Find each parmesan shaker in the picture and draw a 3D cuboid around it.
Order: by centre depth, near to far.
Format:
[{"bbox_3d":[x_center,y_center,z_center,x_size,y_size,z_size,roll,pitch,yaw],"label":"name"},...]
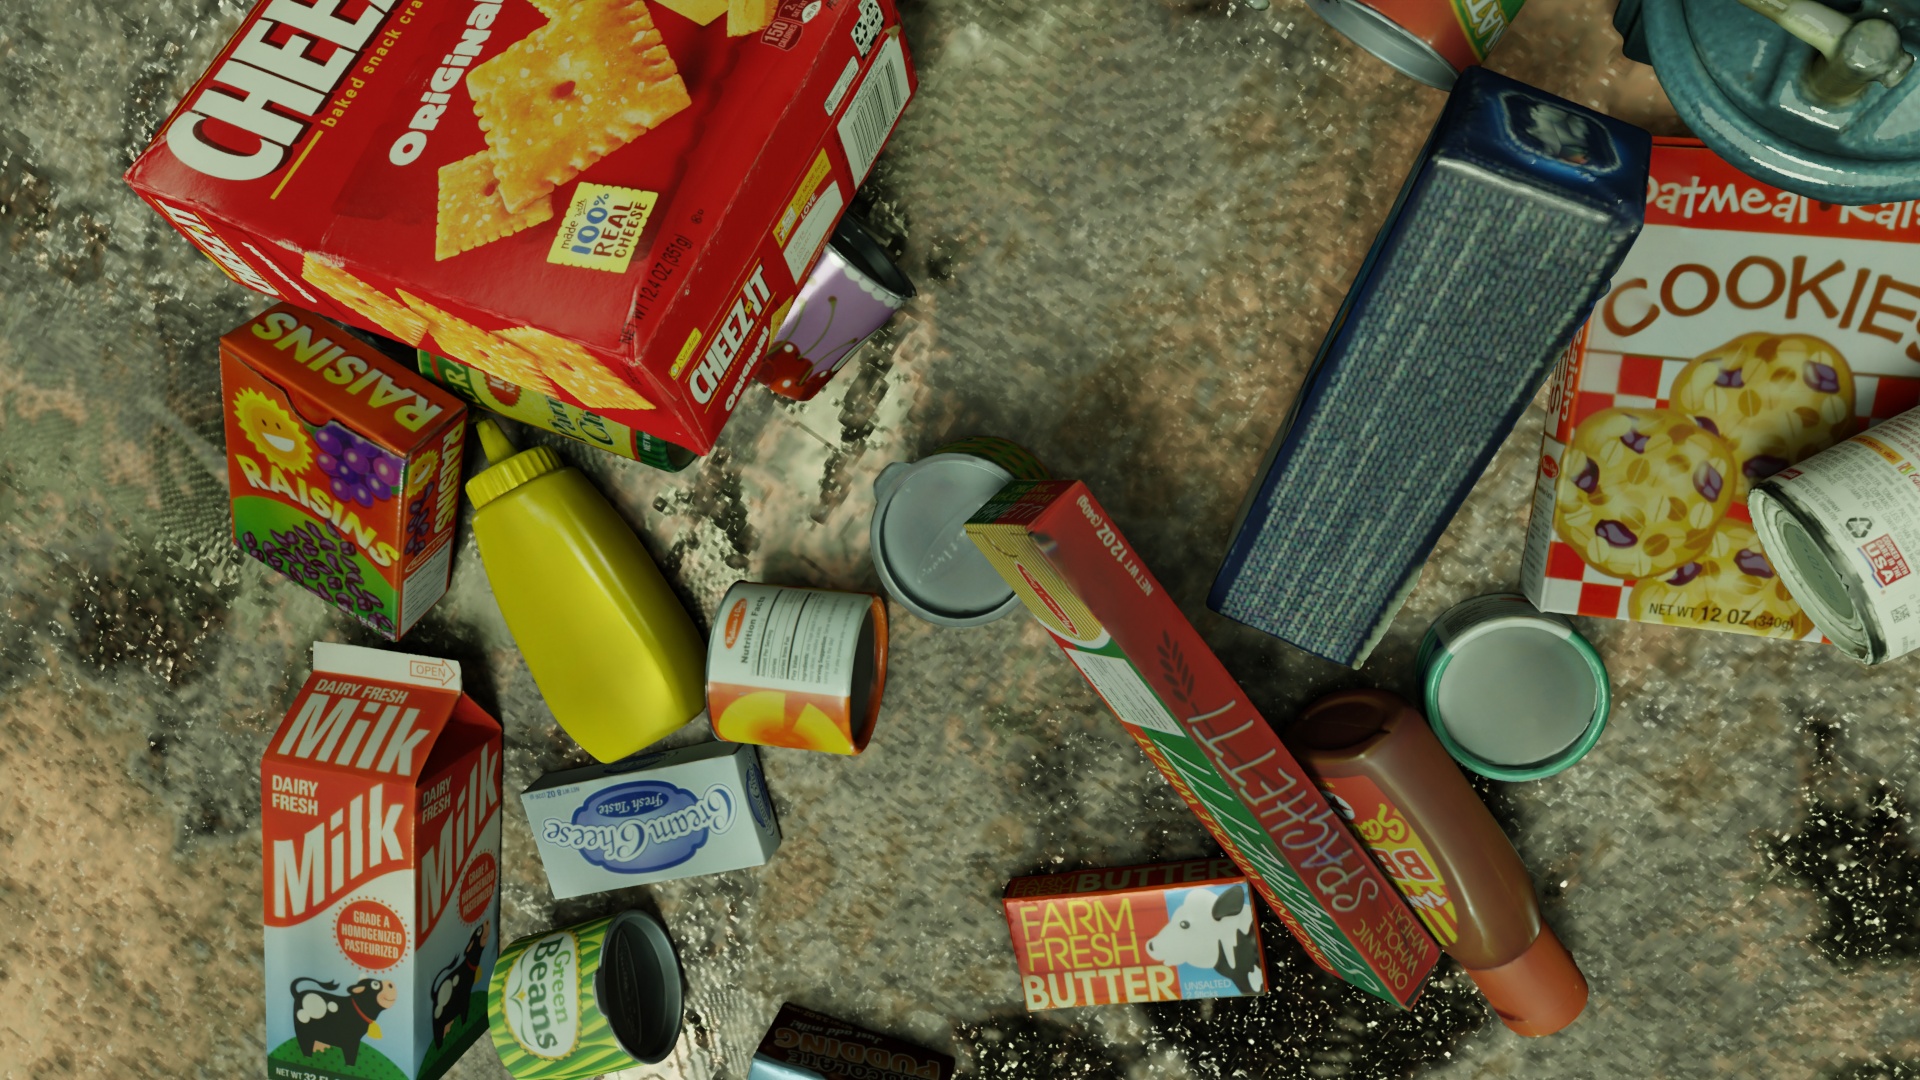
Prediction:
[{"bbox_3d":[-0.149,-0.075,0.548,0.103,0.071,0.071,19,104,6],"label":"parmesan shaker"}]

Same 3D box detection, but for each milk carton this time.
[{"bbox_3d":[-0.251,0.139,0.608,0.072,0.073,0.190,7,102,9],"label":"milk carton"}]

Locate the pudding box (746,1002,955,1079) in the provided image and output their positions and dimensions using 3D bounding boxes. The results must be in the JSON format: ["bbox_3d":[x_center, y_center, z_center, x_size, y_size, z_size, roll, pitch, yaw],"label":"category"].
[{"bbox_3d":[-0.049,0.237,0.602,0.084,0.050,0.030,16,103,7],"label":"pudding box"}]

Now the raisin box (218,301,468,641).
[{"bbox_3d":[-0.251,-0.025,0.563,0.086,0.040,0.122,31,135,3],"label":"raisin box"}]

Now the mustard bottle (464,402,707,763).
[{"bbox_3d":[-0.163,0.011,0.578,0.065,0.049,0.160,-26,95,17],"label":"mustard bottle"}]

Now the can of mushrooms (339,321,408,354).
[{"bbox_3d":[-0.234,-0.112,0.557,0.033,0.071,0.071,-38,93,15],"label":"can of mushrooms"}]

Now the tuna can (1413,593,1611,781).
[{"bbox_3d":[0.208,0.058,0.526,0.071,0.033,0.071,2,101,10],"label":"tuna can"}]

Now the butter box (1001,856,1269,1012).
[{"bbox_3d":[0.073,0.164,0.578,0.103,0.024,0.053,-8,100,12],"label":"butter box"}]

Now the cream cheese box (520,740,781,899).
[{"bbox_3d":[-0.135,0.122,0.608,0.104,0.024,0.053,-13,100,13],"label":"cream cheese box"}]

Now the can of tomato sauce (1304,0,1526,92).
[{"bbox_3d":[0.167,-0.202,0.463,0.071,0.071,0.083,34,105,2],"label":"can of tomato sauce"}]

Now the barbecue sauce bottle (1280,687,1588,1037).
[{"bbox_3d":[0.186,0.124,0.532,0.044,0.065,0.148,-42,102,-18],"label":"barbecue sauce bottle"}]

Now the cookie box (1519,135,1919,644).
[{"bbox_3d":[0.276,-0.052,0.487,0.123,0.040,0.167,7,102,9],"label":"cookie box"}]

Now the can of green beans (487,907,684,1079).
[{"bbox_3d":[-0.163,0.200,0.608,0.058,0.071,0.071,-17,98,14],"label":"can of green beans"}]

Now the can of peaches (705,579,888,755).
[{"bbox_3d":[-0.064,0.052,0.561,0.058,0.071,0.071,5,102,9],"label":"can of peaches"}]

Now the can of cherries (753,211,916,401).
[{"bbox_3d":[-0.060,-0.094,0.530,0.071,0.072,0.058,45,106,-1],"label":"can of cherries"}]

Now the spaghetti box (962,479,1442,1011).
[{"bbox_3d":[0.093,0.078,0.508,0.029,0.050,0.249,-45,110,-17],"label":"spaghetti box"}]

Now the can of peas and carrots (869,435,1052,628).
[{"bbox_3d":[0.002,-0.007,0.538,0.071,0.059,0.070,2,101,11],"label":"can of peas and carrots"}]
